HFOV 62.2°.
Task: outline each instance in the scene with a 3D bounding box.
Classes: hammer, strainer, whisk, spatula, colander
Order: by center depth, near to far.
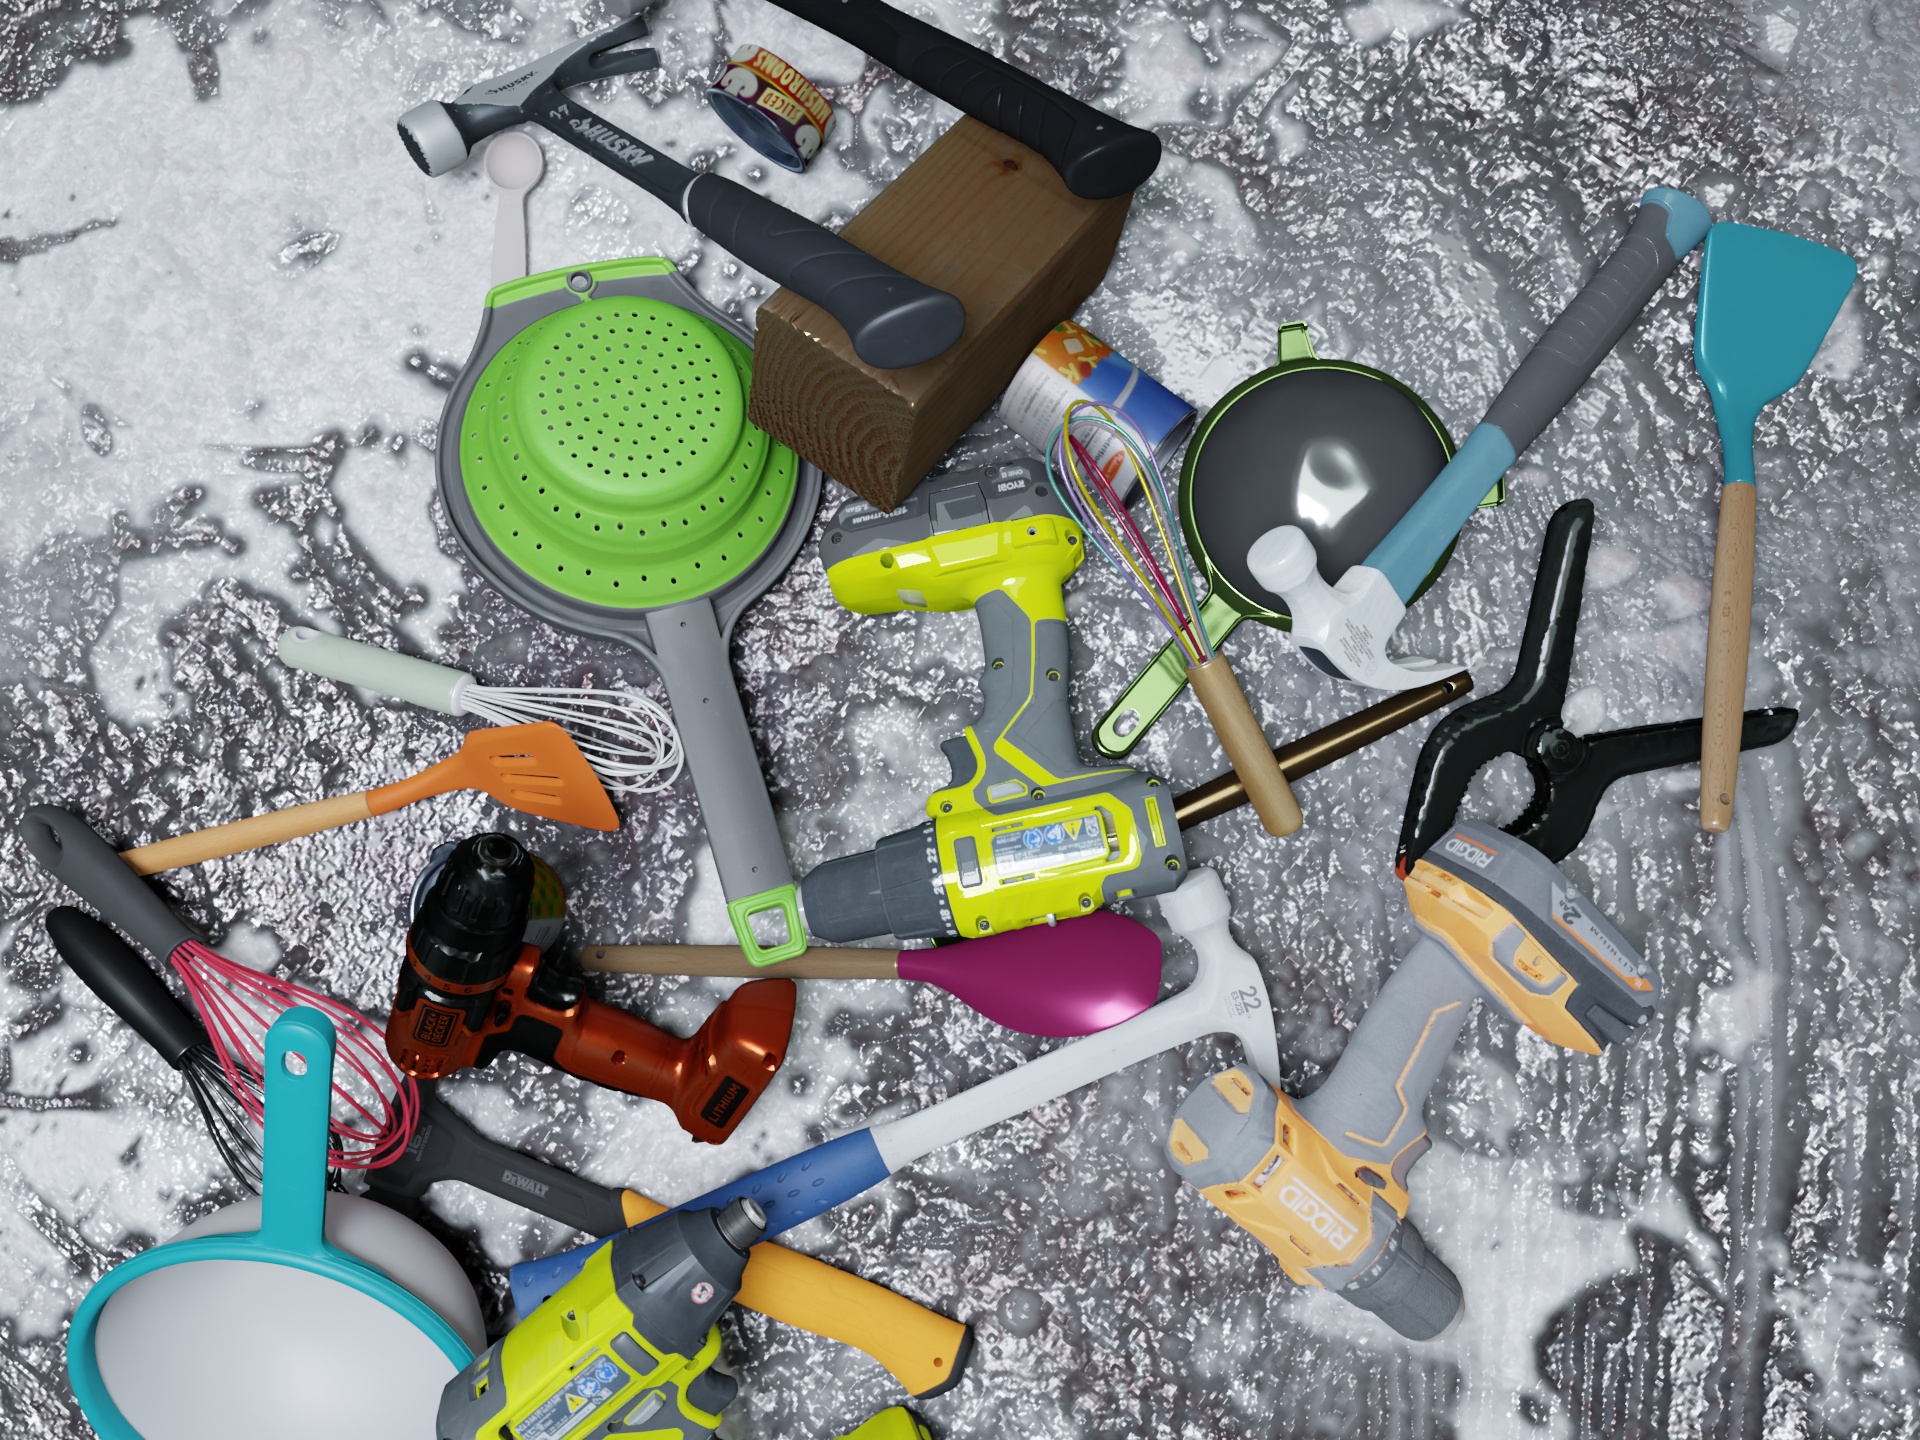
[{"bbox_3d":[-0.130,-0.259,0.770,0.149,0.036,0.409,-36,49,-17],"label":"hammer"},{"bbox_3d":[-0.314,0.257,0.783,0.211,0.095,0.340,13,117,-2],"label":"strainer"},{"bbox_3d":[0.274,-0.149,0.792,0.331,0.033,0.128,-49,121,-14],"label":"hammer"},{"bbox_3d":[0.109,-0.047,0.792,0.051,0.047,0.245,-26,101,13],"label":"whisk"},{"bbox_3d":[0.392,-0.098,0.793,0.082,0.044,0.318,14,72,-4],"label":"spatula"},{"bbox_3d":[-0.144,-0.072,0.805,0.204,0.094,0.397,-16,80,-14],"label":"colander"},{"bbox_3d":[-0.028,0.219,0.806,0.405,0.035,0.144,-23,91,-3],"label":"hammer"},{"bbox_3d":[-0.032,-0.350,0.807,0.146,0.035,0.335,-40,61,-21],"label":"hammer"},{"bbox_3d":[0.155,-0.082,0.822,0.151,0.069,0.256,41,89,7],"label":"strainer"},{"bbox_3d":[-0.150,0.267,0.843,0.337,0.034,0.127,20,89,7],"label":"hammer"},{"bbox_3d":[-0.401,0.136,0.846,0.296,0.073,0.073,36,90,14],"label":"whisk"},{"bbox_3d":[-0.265,-0.011,0.871,0.246,0.058,0.059,15,119,11],"label":"whisk"},{"bbox_3d":[-0.346,0.056,0.872,0.322,0.041,0.080,-14,129,8],"label":"spatula"},{"bbox_3d":[-0.421,0.182,0.872,0.239,0.055,0.055,40,90,12],"label":"whisk"}]

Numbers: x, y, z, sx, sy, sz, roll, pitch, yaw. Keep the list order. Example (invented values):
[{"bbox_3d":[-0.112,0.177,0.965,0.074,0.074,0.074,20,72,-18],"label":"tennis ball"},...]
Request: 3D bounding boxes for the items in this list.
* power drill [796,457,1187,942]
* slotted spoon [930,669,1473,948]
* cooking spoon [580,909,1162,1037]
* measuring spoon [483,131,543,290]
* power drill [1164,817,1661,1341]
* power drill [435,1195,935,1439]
[{"bbox_3d":[-0.001,-0.003,0.807,0.190,0.080,0.229,-12,75,4],"label":"power drill"},{"bbox_3d":[0.126,0.047,0.837,0.314,0.031,0.070,-26,84,1],"label":"slotted spoon"},{"bbox_3d":[-0.054,0.125,0.817,0.319,0.017,0.069,-2,58,19],"label":"cooking spoon"},{"bbox_3d":[-0.254,-0.271,0.907,0.034,0.018,0.124,4,93,6],"label":"measuring spoon"},{"bbox_3d":[0.234,0.185,0.777,0.185,0.084,0.226,43,88,-18],"label":"power drill"},{"bbox_3d":[-0.110,0.341,0.762,0.171,0.080,0.223,-40,111,-1],"label":"power drill"}]
